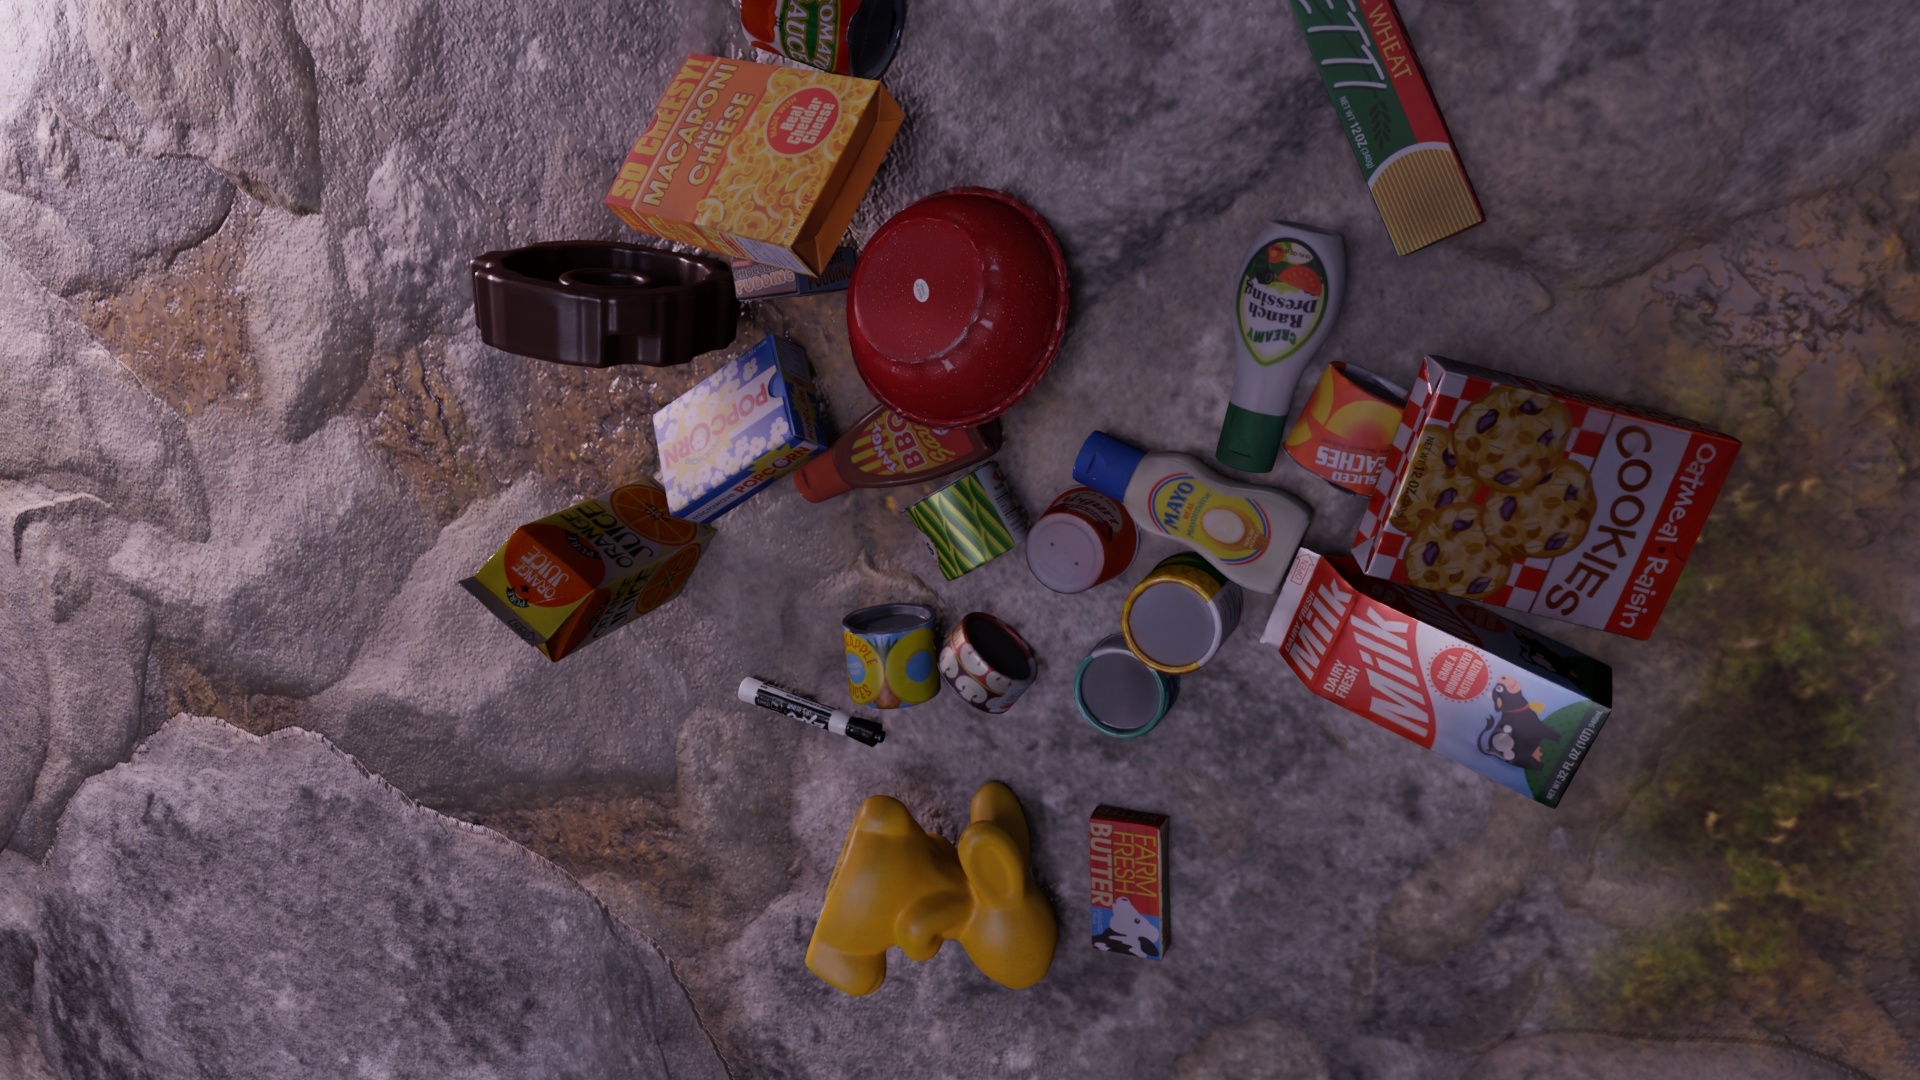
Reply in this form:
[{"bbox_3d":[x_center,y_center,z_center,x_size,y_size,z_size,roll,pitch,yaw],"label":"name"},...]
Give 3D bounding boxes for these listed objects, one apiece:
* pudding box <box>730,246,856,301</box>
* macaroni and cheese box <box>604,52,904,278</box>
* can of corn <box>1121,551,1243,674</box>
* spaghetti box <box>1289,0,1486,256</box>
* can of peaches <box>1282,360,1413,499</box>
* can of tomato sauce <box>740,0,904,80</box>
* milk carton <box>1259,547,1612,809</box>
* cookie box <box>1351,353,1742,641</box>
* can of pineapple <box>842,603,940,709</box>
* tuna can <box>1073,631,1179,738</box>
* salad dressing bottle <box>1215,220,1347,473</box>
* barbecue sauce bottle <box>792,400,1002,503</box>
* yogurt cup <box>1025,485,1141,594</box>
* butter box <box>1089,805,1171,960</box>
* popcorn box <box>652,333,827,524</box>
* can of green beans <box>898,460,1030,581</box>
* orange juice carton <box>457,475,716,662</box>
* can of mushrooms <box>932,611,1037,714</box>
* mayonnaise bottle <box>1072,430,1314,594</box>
[{"bbox_3d":[-0.109,-0.178,0.927,0.049,0.084,0.030,-3,100,26],"label":"pudding box"},{"bbox_3d":[-0.135,-0.246,0.894,0.166,0.040,0.124,19,77,30],"label":"macaroni and cheese box"},{"bbox_3d":[0.139,0.046,0.890,0.071,0.058,0.071,6,107,22],"label":"can of corn"},{"bbox_3d":[0.222,-0.283,0.779,0.050,0.029,0.250,-23,94,27],"label":"spaghetti box"},{"bbox_3d":[0.232,-0.064,0.811,0.071,0.071,0.057,31,114,14],"label":"can of peaches"},{"bbox_3d":[-0.089,-0.333,0.882,0.083,0.071,0.071,24,113,17],"label":"can of tomato sauce"},{"bbox_3d":[0.278,0.073,0.826,0.191,0.074,0.072,26,113,17],"label":"milk carton"},{"bbox_3d":[0.320,-0.022,0.768,0.167,0.040,0.122,13,111,-3],"label":"cookie box"},{"bbox_3d":[-0.050,0.081,0.979,0.071,0.071,0.057,2,105,24],"label":"can of pineapple"},{"bbox_3d":[0.111,0.100,0.932,0.071,0.033,0.071,6,106,23],"label":"tuna can"},{"bbox_3d":[0.188,-0.114,0.832,0.064,0.044,0.147,19,111,21],"label":"salad dressing bottle"},{"bbox_3d":[-0.047,-0.065,0.952,0.148,0.044,0.065,-20,91,28],"label":"barbecue sauce bottle"},{"bbox_3d":[0.077,0.002,0.909,0.072,0.054,0.072,7,107,23],"label":"yogurt cup"},{"bbox_3d":[0.118,0.239,0.972,0.053,0.024,0.103,3,106,23],"label":"butter box"},{"bbox_3d":[-0.158,-0.077,0.983,0.126,0.038,0.085,-29,62,28],"label":"popcorn box"},{"bbox_3d":[0.005,-0.013,0.930,0.071,0.071,0.058,-28,92,28],"label":"can of green beans"},{"bbox_3d":[-0.267,0.022,0.991,0.072,0.193,0.072,39,117,9],"label":"orange juice carton"},{"bbox_3d":[0.017,0.082,0.950,0.071,0.071,0.033,44,117,7],"label":"can of mushrooms"},{"bbox_3d":[0.144,-0.024,0.878,0.148,0.041,0.064,26,107,15],"label":"mayonnaise bottle"}]
